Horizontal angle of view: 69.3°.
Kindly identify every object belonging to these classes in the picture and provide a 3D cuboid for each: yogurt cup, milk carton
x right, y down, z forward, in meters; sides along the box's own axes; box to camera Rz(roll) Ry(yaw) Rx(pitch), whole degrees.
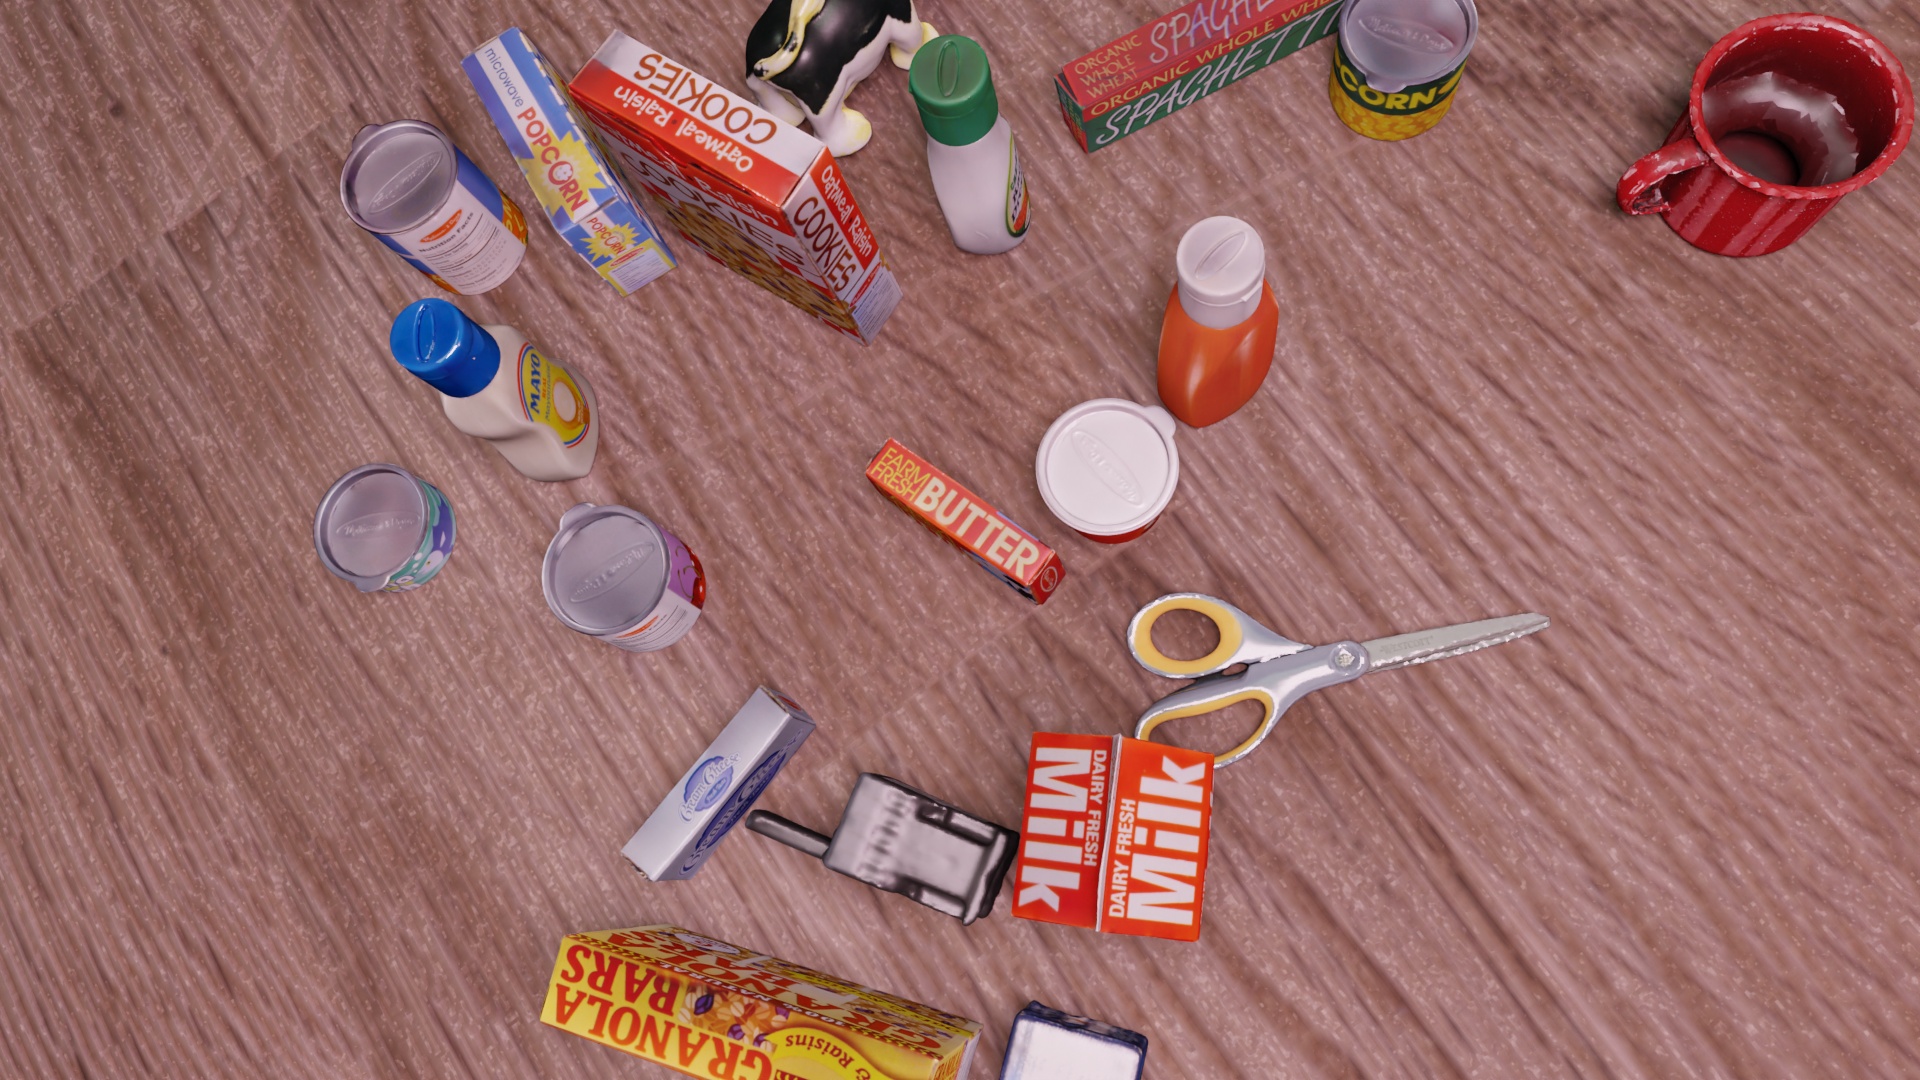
[{"bbox_3d":[0.073,-0.030,0.684,0.072,0.054,0.072,-2,76,9],"label":"yogurt cup"},{"bbox_3d":[0.066,0.124,0.576,0.073,0.190,0.072,5,78,10],"label":"milk carton"}]

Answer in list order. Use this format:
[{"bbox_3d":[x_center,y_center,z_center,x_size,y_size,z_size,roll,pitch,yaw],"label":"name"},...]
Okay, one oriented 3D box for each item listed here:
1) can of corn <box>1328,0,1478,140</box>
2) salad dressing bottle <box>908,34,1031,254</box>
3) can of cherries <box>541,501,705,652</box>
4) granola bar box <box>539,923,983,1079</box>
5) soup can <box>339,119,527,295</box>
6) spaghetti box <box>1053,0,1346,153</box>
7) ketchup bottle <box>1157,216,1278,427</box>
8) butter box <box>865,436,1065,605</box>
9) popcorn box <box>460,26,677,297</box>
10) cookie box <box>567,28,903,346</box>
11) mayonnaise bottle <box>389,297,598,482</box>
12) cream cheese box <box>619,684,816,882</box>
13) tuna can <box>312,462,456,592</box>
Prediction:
[{"bbox_3d":[0.224,-0.245,0.711,0.071,0.058,0.071,-2,76,9],"label":"can of corn"},{"bbox_3d":[0.006,-0.192,0.686,0.044,0.147,0.064,1,77,10],"label":"salad dressing bottle"},{"bbox_3d":[-0.171,0.018,0.709,0.071,0.058,0.071,-2,76,9],"label":"can of cherries"},{"bbox_3d":[-0.082,0.214,0.612,0.166,0.124,0.039,14,79,12],"label":"granola bar box"},{"bbox_3d":[-0.288,-0.183,0.764,0.071,0.083,0.071,-2,76,9],"label":"soup can"},{"bbox_3d":[0.169,-0.280,0.732,0.250,0.050,0.029,-26,74,2],"label":"spaghetti box"},{"bbox_3d":[0.120,-0.101,0.645,0.065,0.148,0.043,-45,74,-3],"label":"ketchup bottle"},{"bbox_3d":[0.002,-0.009,0.691,0.103,0.053,0.024,35,85,15],"label":"butter box"},{"bbox_3d":[-0.212,-0.205,0.757,0.038,0.085,0.127,-32,74,1],"label":"popcorn box"},{"bbox_3d":[-0.104,-0.167,0.687,0.123,0.167,0.040,31,84,15],"label":"cookie box"},{"bbox_3d":[-0.229,-0.076,0.695,0.041,0.148,0.065,-6,76,8],"label":"mayonnaise bottle"},{"bbox_3d":[-0.116,0.120,0.678,0.024,0.053,0.104,38,85,15],"label":"cream cheese box"},{"bbox_3d":[-0.310,-0.004,0.750,0.071,0.032,0.071,-2,76,9],"label":"tuna can"}]
